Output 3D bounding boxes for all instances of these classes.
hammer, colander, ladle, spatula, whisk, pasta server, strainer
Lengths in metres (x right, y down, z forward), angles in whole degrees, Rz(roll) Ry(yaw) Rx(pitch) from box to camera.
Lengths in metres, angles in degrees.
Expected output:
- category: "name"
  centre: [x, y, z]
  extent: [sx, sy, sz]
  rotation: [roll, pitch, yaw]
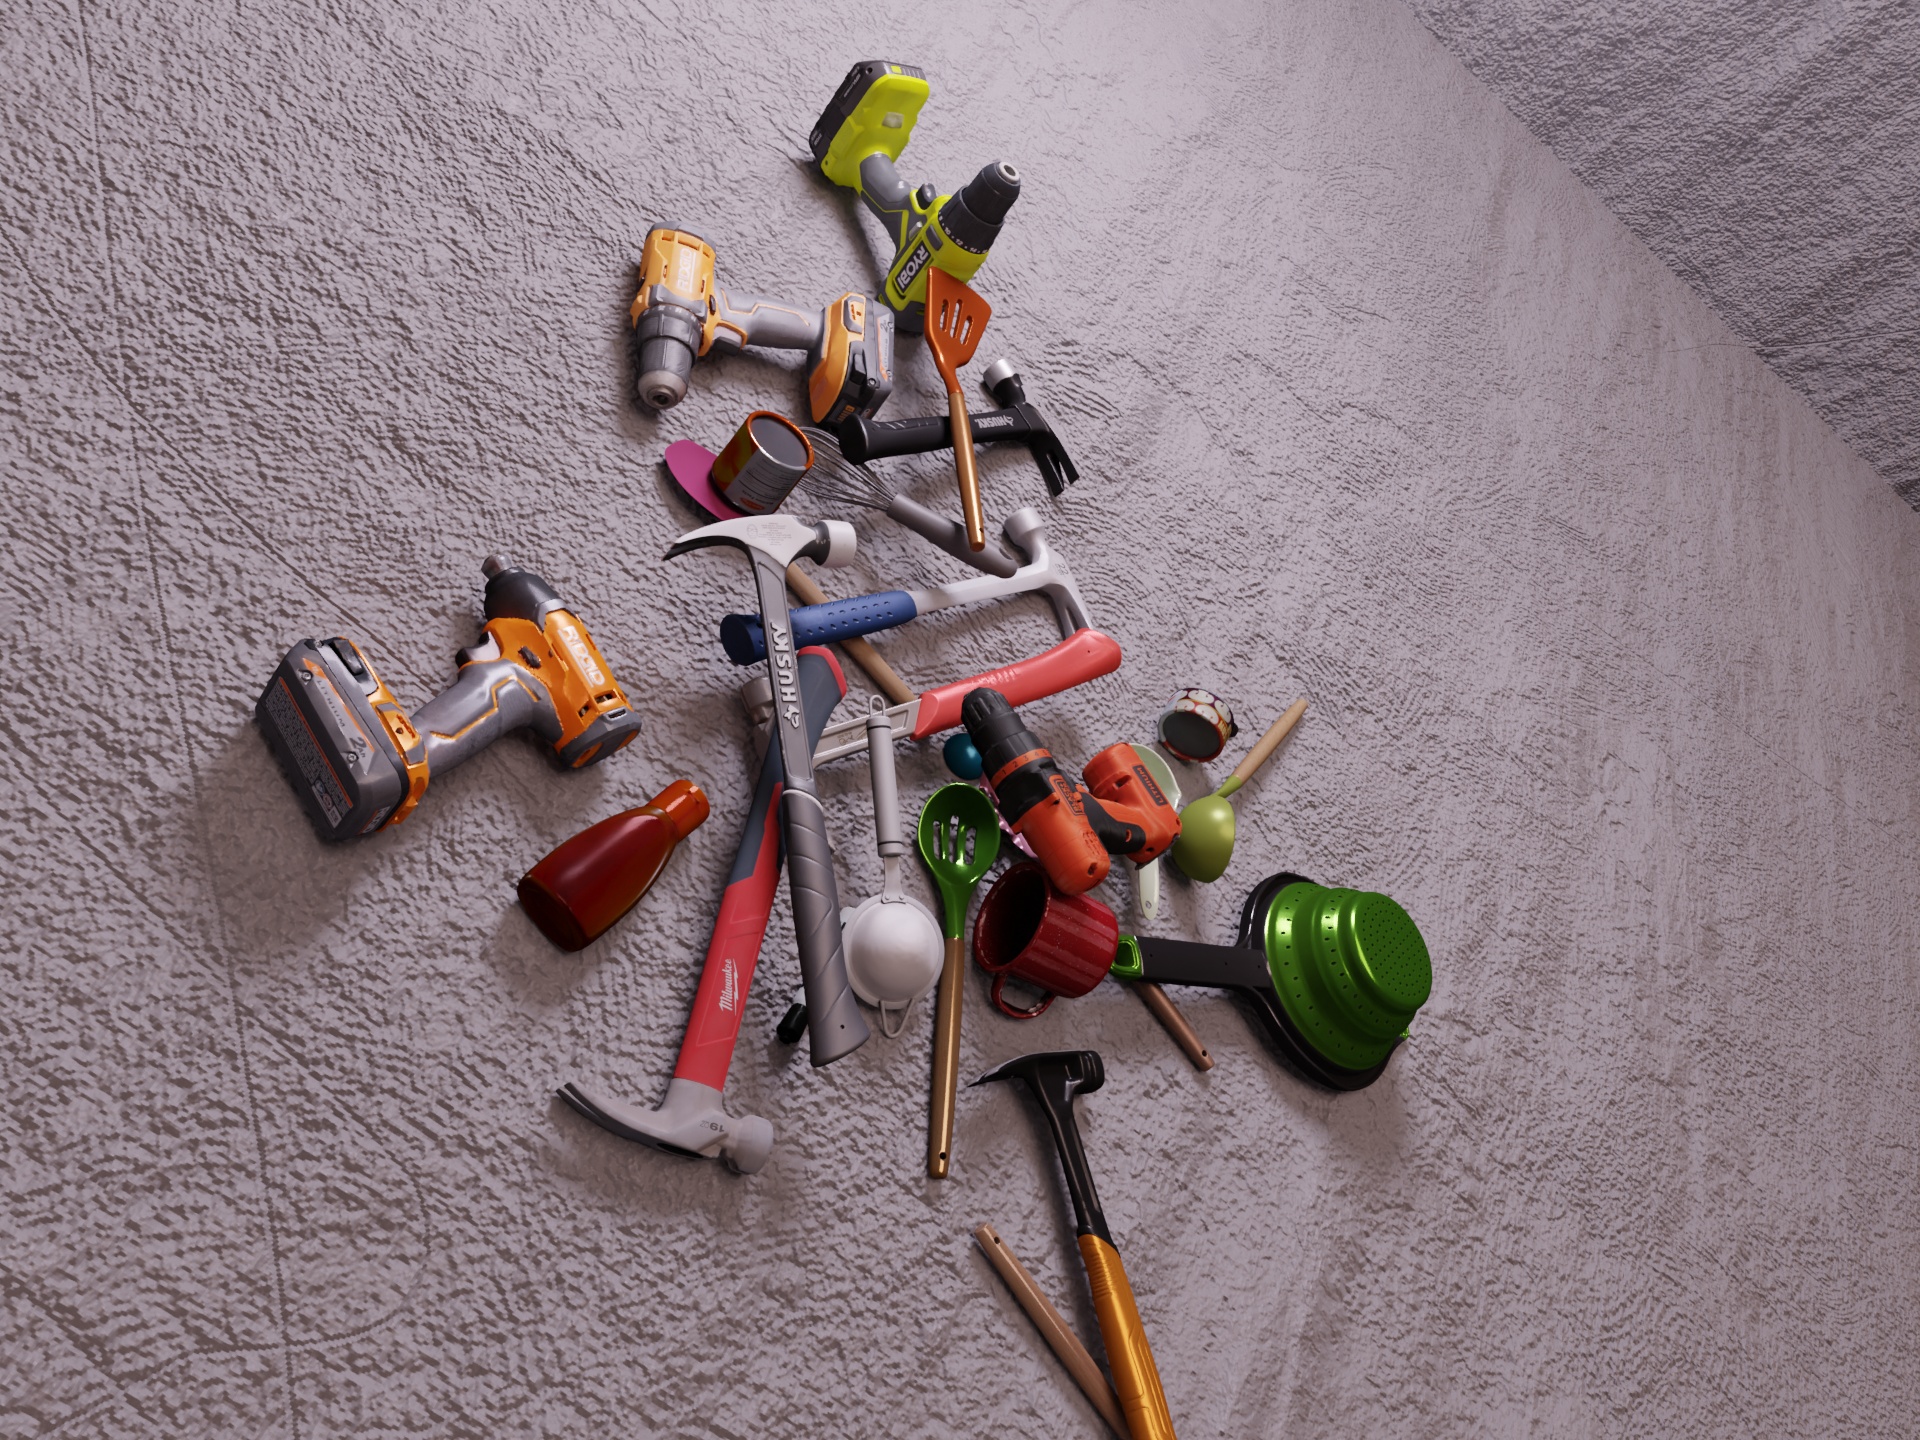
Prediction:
- category: "hammer"
  centre: [-0.003, -0.259, 1.447]
  extent: [0.146, 0.035, 0.335]
  rotation: [57, 33, 7]
- category: "colander"
  centre: [0.288, 0.205, 1.366]
  extent: [0.396, 0.094, 0.205]
  rotation: [12, 57, -38]
- category: "hammer"
  centre: [-0.119, 0.039, 1.127]
  extent: [0.149, 0.036, 0.409]
  rotation: [1, 69, -30]
- category: "ladle"
  centre: [0.279, 0.054, 1.505]
  extent: [0.062, 0.078, 0.320]
  rotation: [35, 38, 13]
- category: "hammer"
  centre: [-0.034, -0.095, 1.348]
  extent: [0.405, 0.035, 0.144]
  rotation: [-17, 74, -47]
- category: "hammer"
  centre: [-0.002, -0.004, 1.307]
  extent: [0.359, 0.036, 0.149]
  rotation: [-18, 77, -35]
- category: "spatula"
  centre: [0.106, 0.489, 1.127]
  extent: [0.060, 0.018, 0.316]
  rotation: [-34, 87, -45]
- category: "hammer"
  centre: [-0.159, 0.108, 1.116]
  extent: [0.143, 0.038, 0.387]
  rotation: [25, 58, -22]
- category: "whisk"
  centre: [-0.056, -0.184, 1.359]
  extent: [0.239, 0.055, 0.055]
  rotation: [29, 47, 2]
- category: "spatula"
  centre: [0.004, -0.274, 1.401]
  extent: [0.081, 0.041, 0.323]
  rotation: [26, 42, -35]
- category: "pasta server"
  centre: [0.115, 0.162, 1.323]
  extent: [0.060, 0.040, 0.316]
  rotation: [-37, 90, -33]
- category: "strainer"
  centre: [-0.052, 0.104, 1.188]
  extent: [0.086, 0.050, 0.259]
  rotation: [3, 73, -30]
- category: "hammer"
  centre: [0.102, 0.403, 1.145]
  extent: [0.127, 0.034, 0.337]
  rotation: [7, 57, -45]

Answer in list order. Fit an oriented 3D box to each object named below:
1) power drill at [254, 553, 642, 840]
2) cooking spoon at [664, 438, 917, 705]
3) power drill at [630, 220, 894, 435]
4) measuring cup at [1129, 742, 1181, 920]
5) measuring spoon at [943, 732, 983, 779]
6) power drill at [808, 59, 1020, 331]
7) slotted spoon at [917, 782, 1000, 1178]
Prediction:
- category: "power drill"
  centre: [-0.341, -0.025, 1.062]
  extent: [0.226, 0.084, 0.164]
  rotation: [-23, 78, -48]
- category: "cooking spoon"
  centre: [-0.130, -0.109, 1.316]
  extent: [0.319, 0.017, 0.069]
  rotation: [48, 35, -3]
- category: "power drill"
  centre: [-0.174, -0.319, 1.372]
  extent: [0.226, 0.084, 0.186]
  rotation: [16, 55, -24]
- category: "measuring cup"
  centre: [0.152, 0.101, 1.391]
  extent: [0.083, 0.038, 0.168]
  rotation: [18, 56, -28]
- category: "measuring spoon"
  centre: [0.045, 0.040, 1.354]
  extent: [0.128, 0.021, 0.042]
  rotation: [20, 53, -25]
- category: "power drill"
  centre: [-0.042, -0.516, 1.520]
  extent: [0.080, 0.190, 0.229]
  rotation: [-10, 66, -43]
- category: "slotted spoon"
  centre: [-0.008, 0.192, 1.217]
  extent: [0.070, 0.031, 0.314]
  rotation: [13, 58, -15]
